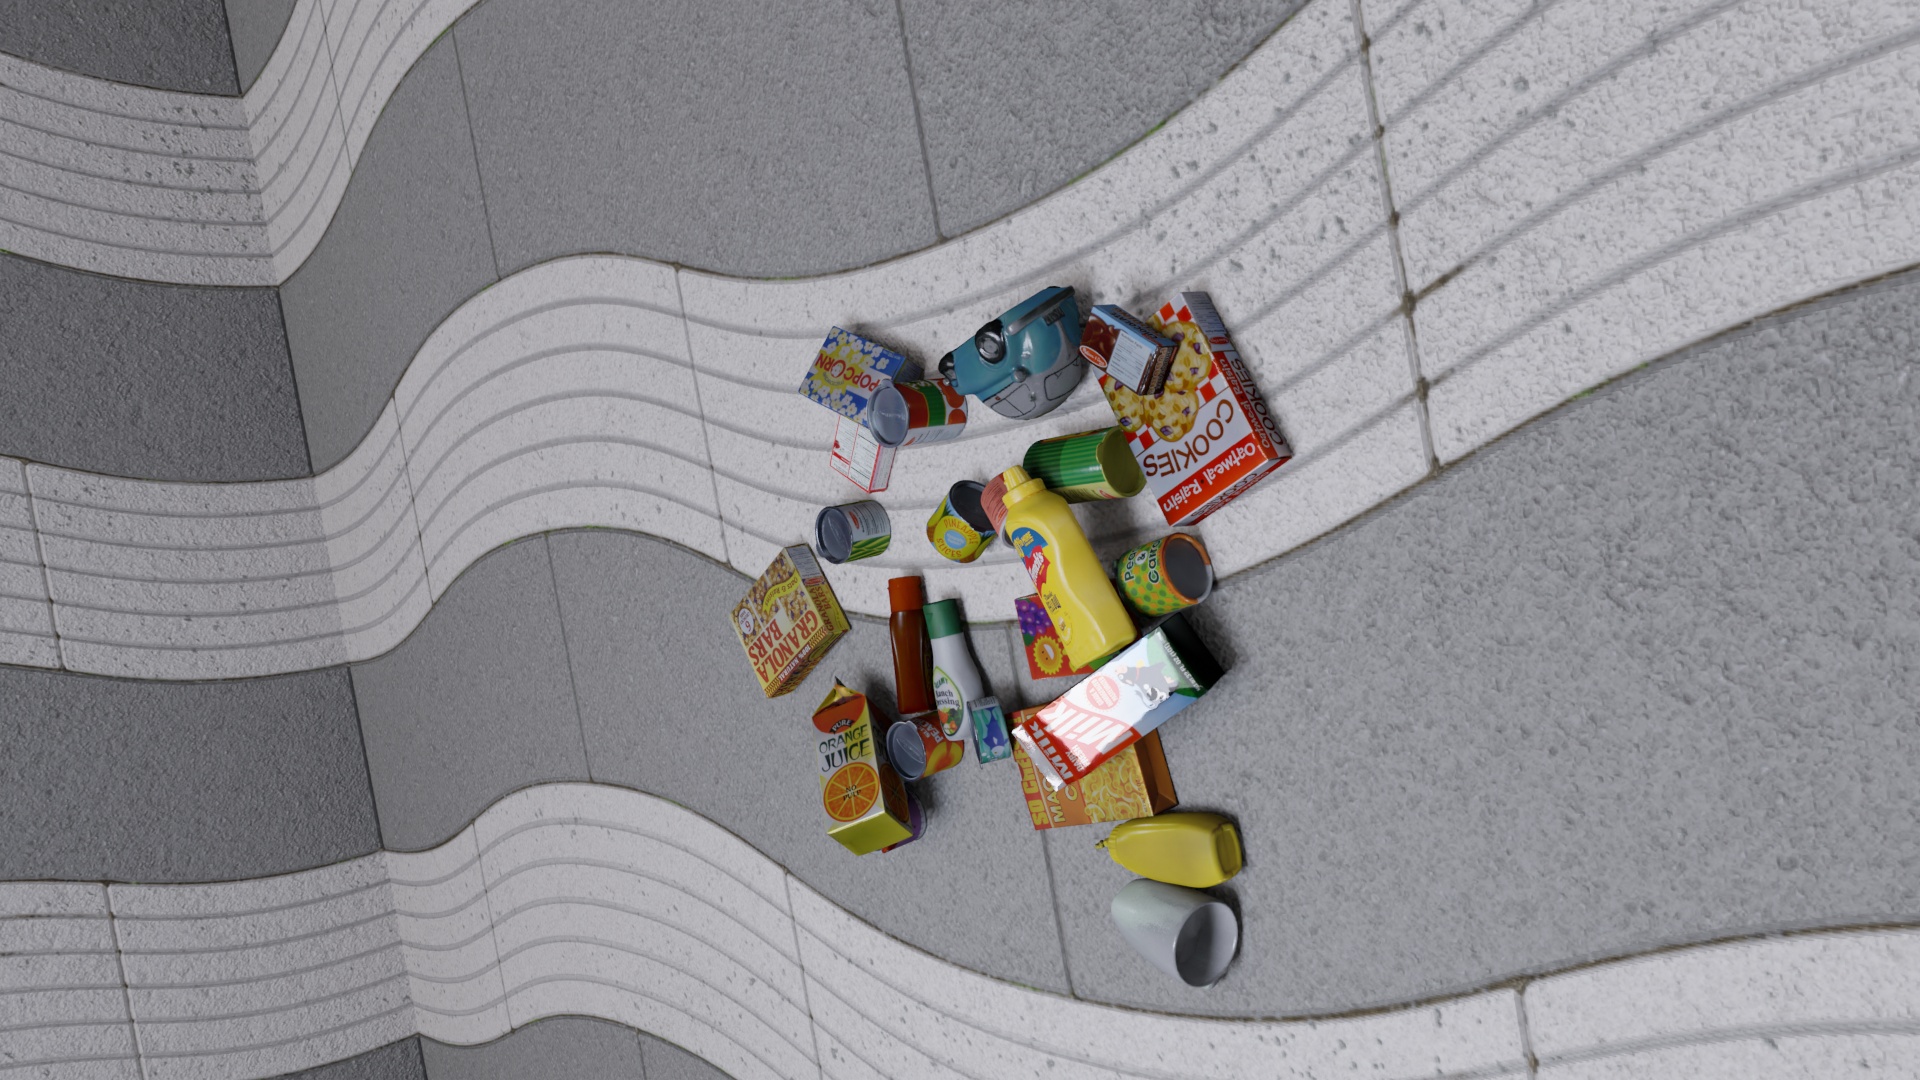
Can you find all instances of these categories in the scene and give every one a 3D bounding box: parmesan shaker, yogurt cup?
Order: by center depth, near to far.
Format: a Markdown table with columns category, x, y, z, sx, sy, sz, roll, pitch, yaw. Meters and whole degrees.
| category | x | y | z | sx | sy | sz | roll | pitch | yaw |
| --- | --- | --- | --- | --- | --- | --- | --- | --- | --- |
| parmesan shaker | 0.113 | -0.069 | 1.287 | 0.103 | 0.071 | 0.071 | -6 | 94 | 48 |
| yogurt cup | 0.056 | -0.033 | 1.363 | 0.054 | 0.072 | 0.072 | 53 | 132 | 36 |

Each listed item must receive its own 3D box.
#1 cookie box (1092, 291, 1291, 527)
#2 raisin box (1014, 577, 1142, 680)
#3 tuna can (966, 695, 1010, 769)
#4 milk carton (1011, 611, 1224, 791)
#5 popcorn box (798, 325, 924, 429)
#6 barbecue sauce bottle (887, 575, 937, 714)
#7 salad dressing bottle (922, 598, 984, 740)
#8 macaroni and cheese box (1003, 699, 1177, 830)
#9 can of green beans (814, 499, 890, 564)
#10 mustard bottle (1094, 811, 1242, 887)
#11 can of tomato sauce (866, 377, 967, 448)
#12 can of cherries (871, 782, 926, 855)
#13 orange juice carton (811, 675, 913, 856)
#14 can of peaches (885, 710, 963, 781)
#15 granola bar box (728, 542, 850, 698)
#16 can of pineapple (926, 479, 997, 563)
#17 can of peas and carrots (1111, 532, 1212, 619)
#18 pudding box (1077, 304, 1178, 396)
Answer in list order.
| category | x | y | z | sx | sy | sz | roll | pitch | yaw |
| --- | --- | --- | --- | --- | --- | --- | --- | --- | --- |
| cookie box | 0.199 | -0.112 | 1.209 | 0.122 | 0.040 | 0.168 | -39 | 68 | 44 |
| raisin box | 0.115 | 0.085 | 1.343 | 0.123 | 0.040 | 0.086 | -14 | 89 | 46 |
| tuna can | 0.029 | 0.196 | 1.418 | 0.071 | 0.033 | 0.071 | 172 | 86 | -85 |
| milk carton | 0.136 | 0.150 | 1.254 | 0.190 | 0.073 | 0.072 | -39 | 82 | 22 |
| popcorn box | -0.109 | -0.173 | 1.503 | 0.127 | 0.038 | 0.085 | 28 | 89 | 40 |
| barbecue sauce bottle | -0.054 | 0.114 | 1.519 | 0.044 | 0.065 | 0.148 | -7 | 85 | 4 |
| salad dressing bottle | -0.007 | 0.137 | 1.481 | 0.064 | 0.044 | 0.147 | -15 | 87 | 57 |
| macaroni and cheese box | 0.123 | 0.213 | 1.361 | 0.166 | 0.040 | 0.124 | -21 | 82 | 47 |
| can of green beans | -0.121 | -0.010 | 1.562 | 0.071 | 0.058 | 0.071 | 13 | 108 | 45 |
| mustard bottle | 0.187 | 0.286 | 1.301 | 0.160 | 0.049 | 0.065 | -8 | 94 | 48 |
| can of tomato sauce | -0.045 | -0.134 | 1.434 | 0.071 | 0.083 | 0.071 | 13 | 108 | 45 |
| can of cherries | -0.082 | 0.318 | 1.591 | 0.071 | 0.058 | 0.071 | 14 | 109 | 45 |
| orange juice carton | -0.114 | 0.245 | 1.555 | 0.073 | 0.071 | 0.193 | -24 | 50 | 13 |
| can of peaches | -0.038 | 0.223 | 1.523 | 0.071 | 0.058 | 0.071 | 12 | 107 | 46 |
| granola bar box | -0.210 | 0.099 | 1.696 | 0.164 | 0.039 | 0.124 | -46 | 64 | 42 |
| can of pineapple | 0.005 | -0.018 | 1.416 | 0.071 | 0.071 | 0.057 | 56 | 134 | 23 |
| can of peas and carrots | 0.180 | 0.030 | 1.237 | 0.058 | 0.071 | 0.071 | -24 | 81 | 46 |
| pudding box | 0.144 | -0.166 | 1.204 | 0.084 | 0.030 | 0.049 | 40 | 126 | 36 |
